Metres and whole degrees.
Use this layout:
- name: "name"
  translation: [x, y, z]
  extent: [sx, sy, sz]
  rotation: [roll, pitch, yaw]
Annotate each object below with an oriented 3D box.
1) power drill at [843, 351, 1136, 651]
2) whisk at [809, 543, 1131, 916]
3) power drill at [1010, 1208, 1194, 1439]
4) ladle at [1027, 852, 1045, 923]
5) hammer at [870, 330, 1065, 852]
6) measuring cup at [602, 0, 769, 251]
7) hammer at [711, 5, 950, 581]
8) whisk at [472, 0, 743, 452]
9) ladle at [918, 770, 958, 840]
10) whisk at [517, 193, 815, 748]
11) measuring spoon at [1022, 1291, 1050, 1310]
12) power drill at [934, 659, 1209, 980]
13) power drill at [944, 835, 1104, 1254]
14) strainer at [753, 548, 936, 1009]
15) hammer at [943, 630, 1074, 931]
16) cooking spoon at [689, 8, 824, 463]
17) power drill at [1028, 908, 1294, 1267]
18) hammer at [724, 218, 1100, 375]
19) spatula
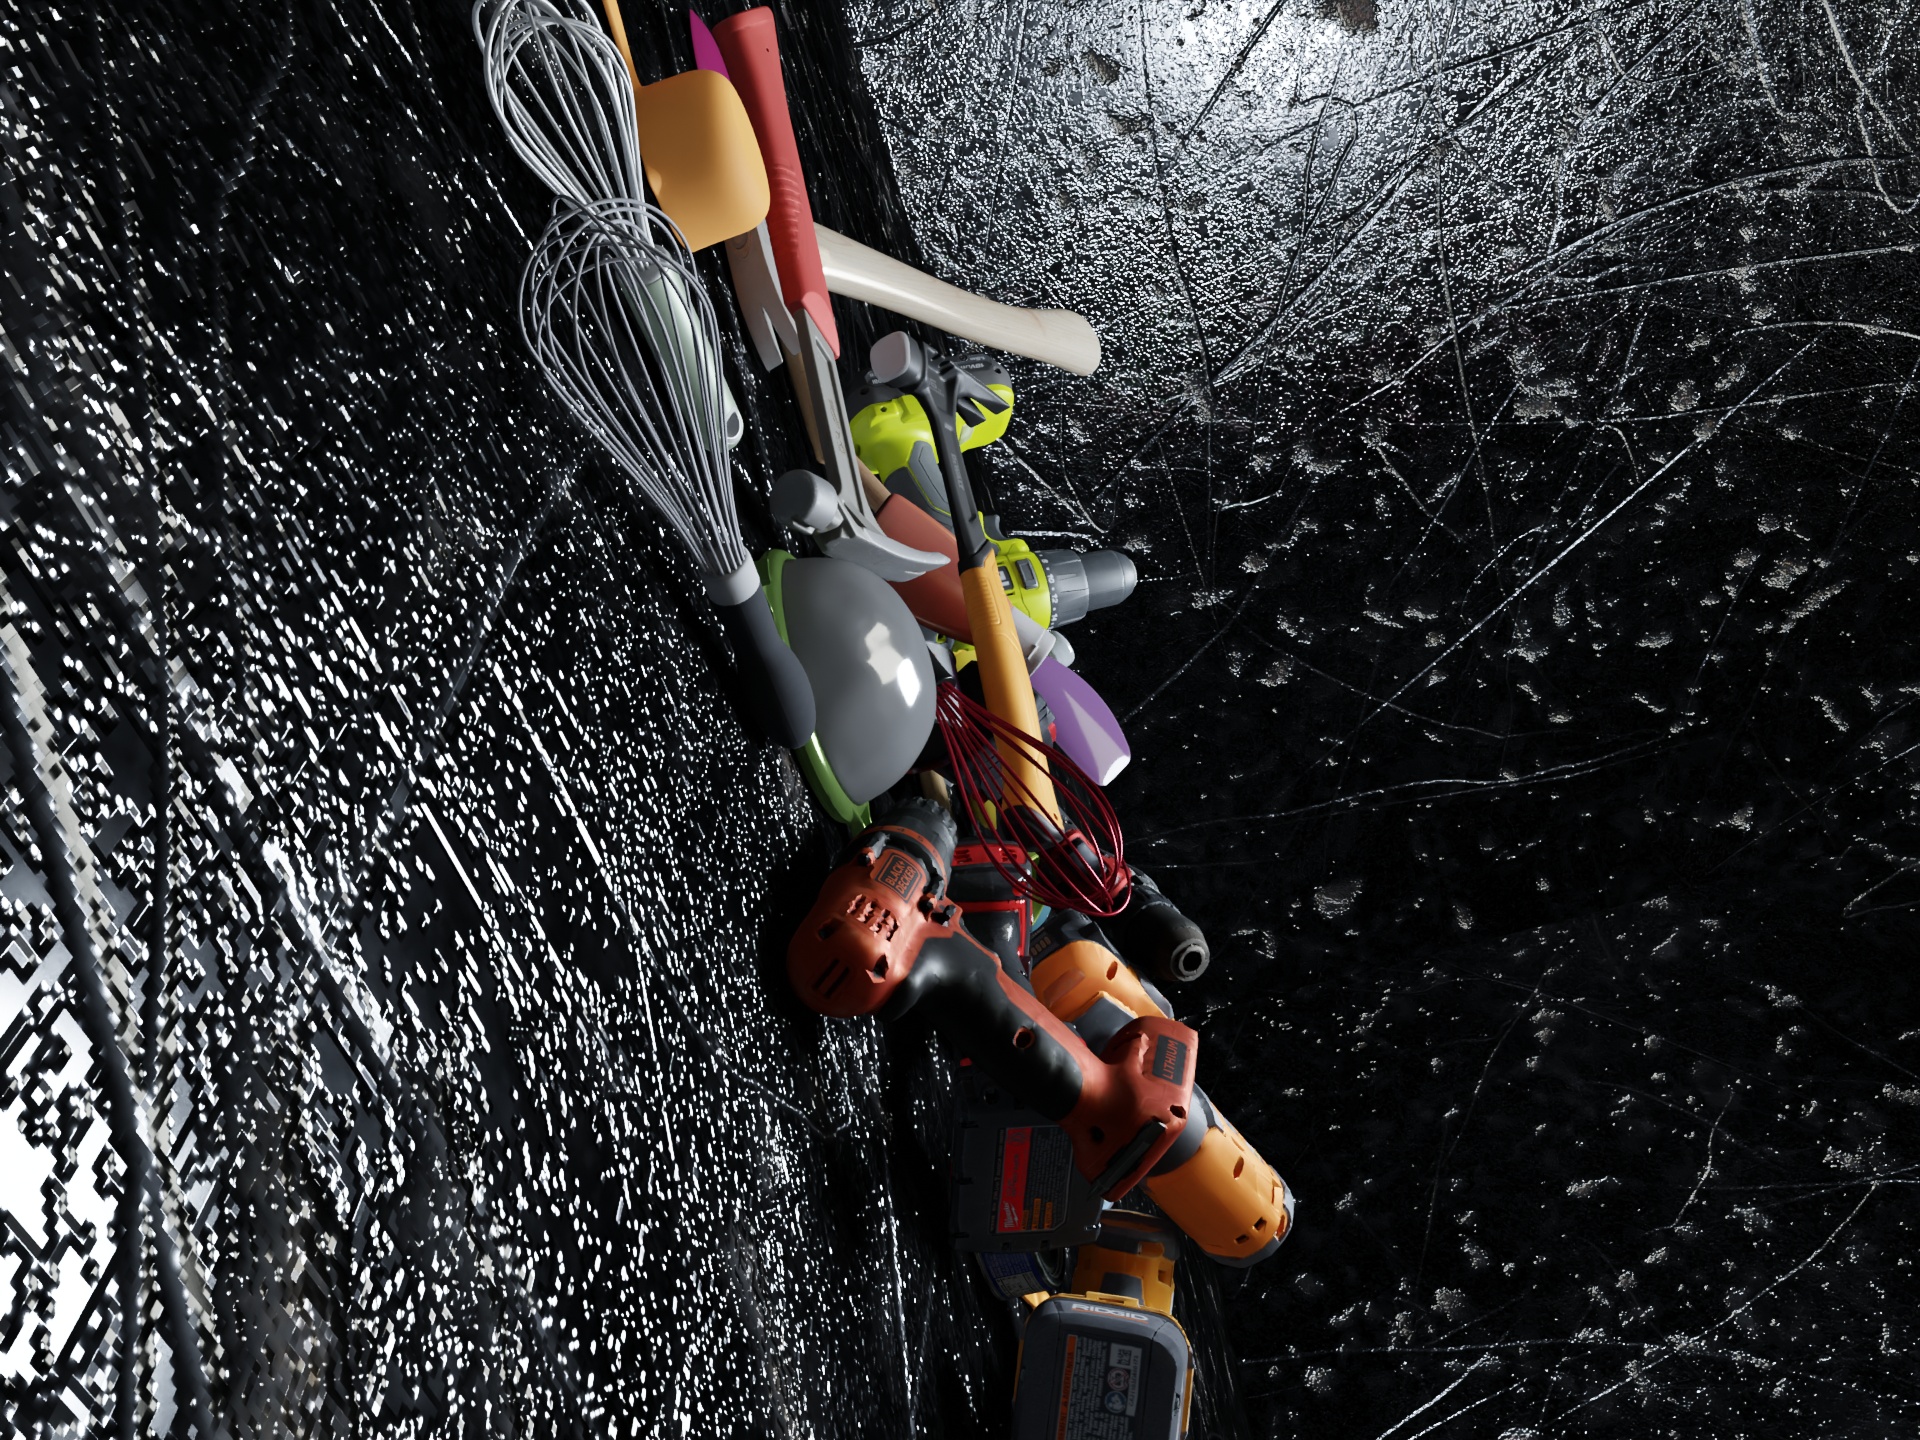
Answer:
- name: "power drill"
  translation: [0.013, -0.160, 1.193]
  extent: [0.080, 0.190, 0.229]
  rotation: [107, -33, -62]
- name: "whisk"
  translation: [-0.001, -0.003, 0.901]
  extent: [0.296, 0.073, 0.073]
  rotation: [51, -4, 25]
- name: "power drill"
  translation: [0.074, 0.367, 0.827]
  extent: [0.226, 0.084, 0.185]
  rotation: [35, 62, -79]
- name: "ladle"
  translation: [0.057, 0.235, 1.182]
  extent: [0.078, 0.062, 0.321]
  rotation: [73, 7, -50]
- name: "hammer"
  translation: [0.018, -0.079, 1.003]
  extent: [0.127, 0.034, 0.337]
  rotation: [18, 55, -56]
- name: "measuring cup"
  translation: [-0.148, -0.340, 0.838]
  extent: [0.095, 0.052, 0.173]
  rotation: [-91, 166, -65]
- name: "hammer"
  translation: [-0.088, -0.258, 0.936]
  extent: [0.149, 0.037, 0.359]
  rotation: [17, 57, -61]
- name: "whisk"
  translation: [-0.136, -0.196, 0.663]
  extent: [0.058, 0.059, 0.246]
  rotation: [-61, 156, -23]
- name: "ladle"
  translation: [0.000, 0.123, 1.093]
  extent: [0.069, 0.031, 0.316]
  rotation: [52, 21, -59]
- name: "whisk"
  translation: [-0.102, -0.082, 0.632]
  extent: [0.284, 0.070, 0.070]
  rotation: [74, 4, -49]
- name: "measuring spoon"
  translation: [0.037, 0.334, 0.961]
  extent: [0.116, 0.011, 0.021]
  rotation: [65, 11, -46]
- name: "power drill"
  translation: [0.070, 0.077, 1.078]
  extent: [0.226, 0.080, 0.188]
  rotation: [52, -9, -24]
- name: "power drill"
  translation: [0.021, 0.177, 0.875]
  extent: [0.220, 0.078, 0.143]
  rotation: [-105, -164, -60]
- name: "strainer"
  translation: [-0.036, 0.024, 0.841]
  extent: [0.151, 0.069, 0.256]
  rotation: [-40, 112, -83]
- name: "hammer"
  translation: [0.043, 0.072, 1.278]
  extent: [0.033, 0.128, 0.330]
  rotation: [43, -23, 33]
- name: "cooking spoon"
  translation: [-0.133, -0.327, 1.076]
  extent: [0.068, 0.017, 0.319]
  rotation: [1, 72, -82]
- name: "power drill"
  translation: [0.099, 0.208, 0.961]
  extent: [0.164, 0.084, 0.227]
  rotation: [49, 1, -29]
- name: "hammer"
  translation: [-0.014, -0.288, 1.131]
  extent: [0.410, 0.038, 0.146]
  rotation: [0, 72, -54]
- name: "spatula"
  translation: [0.008, -0.084, 1.108]
  extent: [0.316, 0.018, 0.060]
  rotation: [48, 51, -1]
